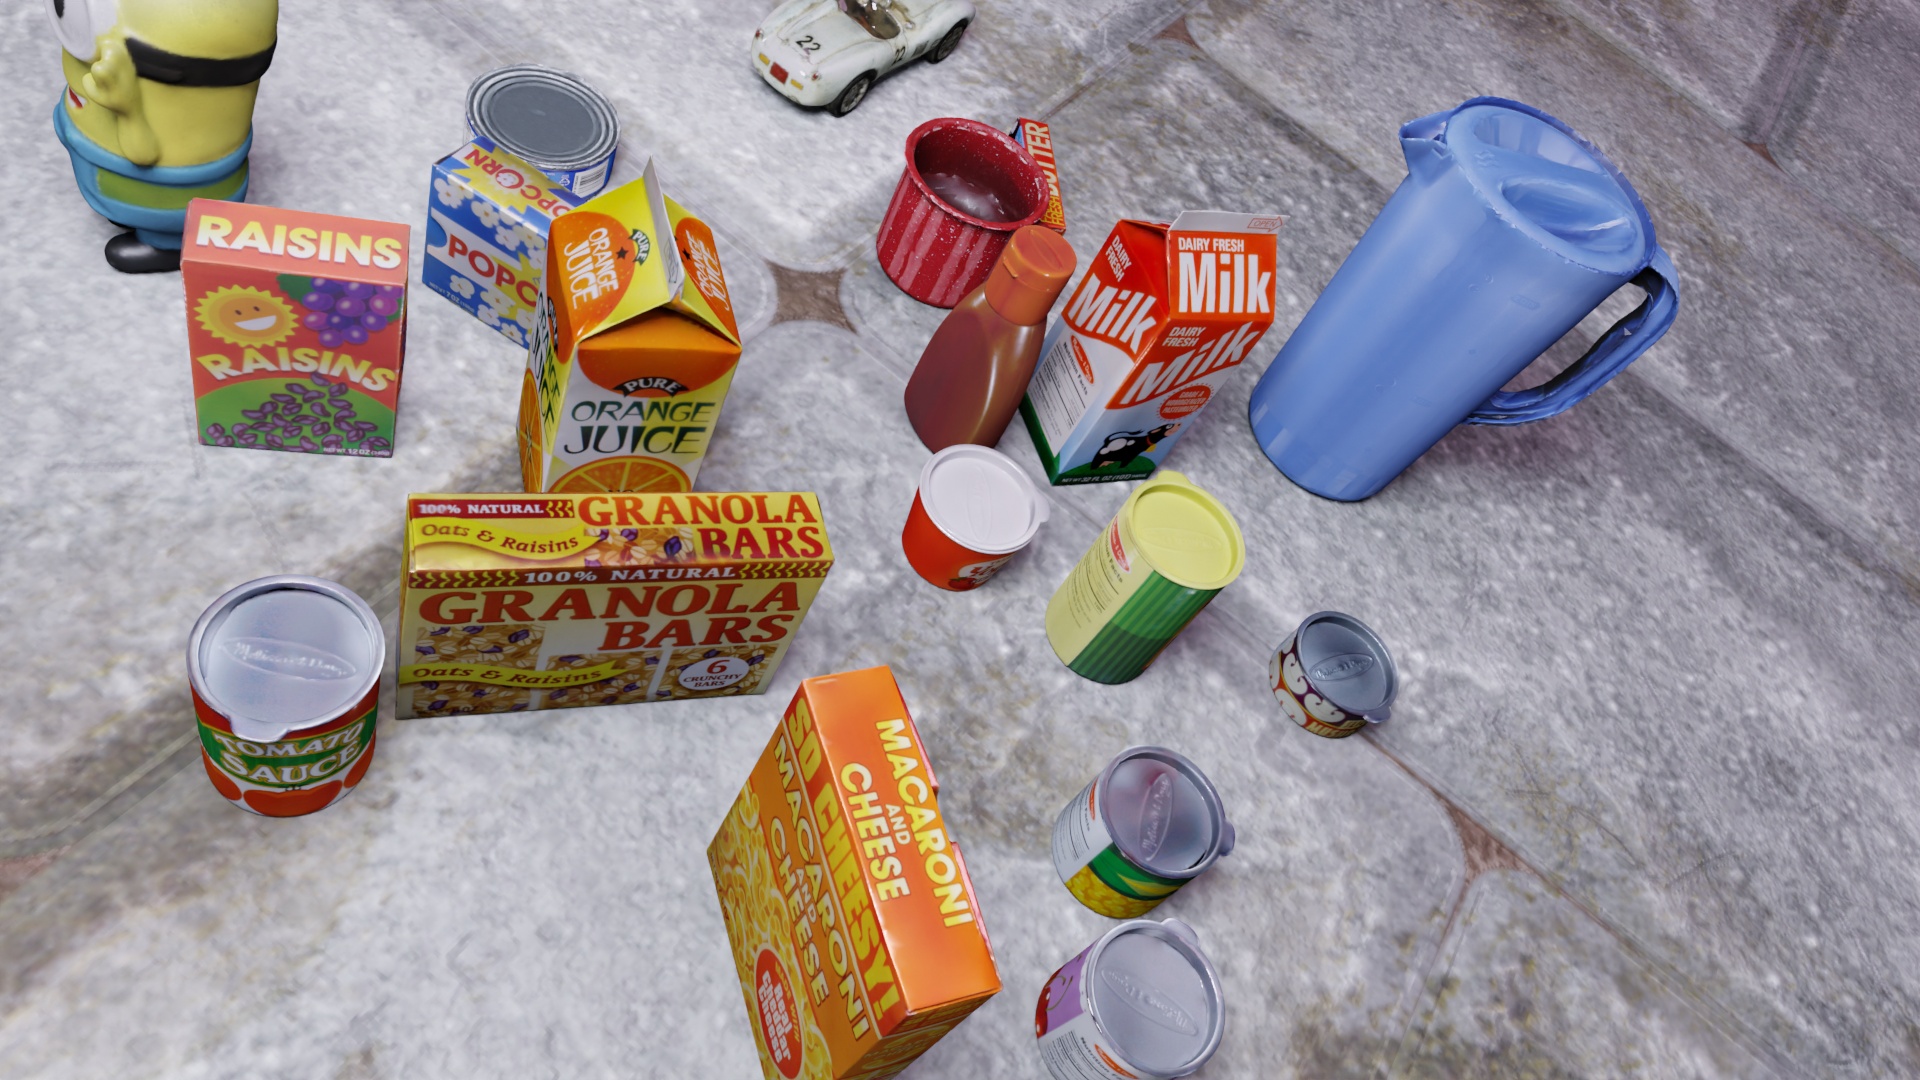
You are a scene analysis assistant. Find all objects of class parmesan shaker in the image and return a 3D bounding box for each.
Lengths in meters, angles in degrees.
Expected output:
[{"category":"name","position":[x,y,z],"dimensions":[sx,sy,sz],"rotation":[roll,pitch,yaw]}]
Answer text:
[{"category":"parmesan shaker","position":[0.094,0.021,0.728],"dimensions":[0.071,0.102,0.071],"rotation":[12,53,-17]}]

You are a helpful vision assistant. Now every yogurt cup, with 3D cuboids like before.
[{"category":"yogurt cup","position":[0.003,-0.009,0.740],"dimensions":[0.072,0.053,0.073],"rotation":[12,53,-17]}]

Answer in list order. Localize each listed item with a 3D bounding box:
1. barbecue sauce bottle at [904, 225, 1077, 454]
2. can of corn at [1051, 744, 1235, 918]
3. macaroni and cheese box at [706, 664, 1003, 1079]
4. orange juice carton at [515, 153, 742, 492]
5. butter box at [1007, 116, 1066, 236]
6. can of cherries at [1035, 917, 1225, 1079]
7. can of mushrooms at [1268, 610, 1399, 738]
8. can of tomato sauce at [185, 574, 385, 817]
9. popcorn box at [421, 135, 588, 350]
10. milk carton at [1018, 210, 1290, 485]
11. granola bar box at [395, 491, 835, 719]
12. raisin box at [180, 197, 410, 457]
[{"category":"barbecue sauce bottle","position":[0.016,-0.106,0.754],"dimensions":[0.044,0.147,0.065],"rotation":[-18,66,-34]},{"category":"can of corn","position":[0.087,0.142,0.667],"dimensions":[0.071,0.058,0.071],"rotation":[12,53,-17]},{"category":"macaroni and cheese box","position":[-0.048,0.141,0.535],"dimensions":[0.040,0.165,0.124],"rotation":[-6,60,-28]},{"category":"orange juice carton","position":[-0.151,-0.080,0.629],"dimensions":[0.073,0.191,0.072],"rotation":[-2,58,-26]},{"category":"butter box","position":[0.044,-0.224,0.913],"dimensions":[0.024,0.052,0.104],"rotation":[8,54,-20]},{"category":"can of cherries","position":[0.075,0.208,0.614],"dimensions":[0.071,0.058,0.072],"rotation":[12,53,-17]},{"category":"can of mushrooms","position":[0.212,0.078,0.787],"dimensions":[0.071,0.033,0.071],"rotation":[12,53,-17]},{"category":"can of tomato sauce","position":[-0.263,0.064,0.545],"dimensions":[0.071,0.082,0.071],"rotation":[12,53,-17]},{"category":"popcorn box","position":[-0.210,-0.136,0.713],"dimensions":[0.127,0.084,0.038],"rotation":[32,50,0]},{"category":"milk carton","position":[0.106,-0.115,0.774],"dimensions":[0.072,0.189,0.074],"rotation":[-5,59,-28]},{"category":"granola bar box","position":[-0.152,0.027,0.597],"dimensions":[0.166,0.123,0.039],"rotation":[-1,58,-25]},{"category":"raisin box","position":[-0.293,-0.091,0.617],"dimensions":[0.086,0.122,0.040],"rotation":[4,56,-22]}]
